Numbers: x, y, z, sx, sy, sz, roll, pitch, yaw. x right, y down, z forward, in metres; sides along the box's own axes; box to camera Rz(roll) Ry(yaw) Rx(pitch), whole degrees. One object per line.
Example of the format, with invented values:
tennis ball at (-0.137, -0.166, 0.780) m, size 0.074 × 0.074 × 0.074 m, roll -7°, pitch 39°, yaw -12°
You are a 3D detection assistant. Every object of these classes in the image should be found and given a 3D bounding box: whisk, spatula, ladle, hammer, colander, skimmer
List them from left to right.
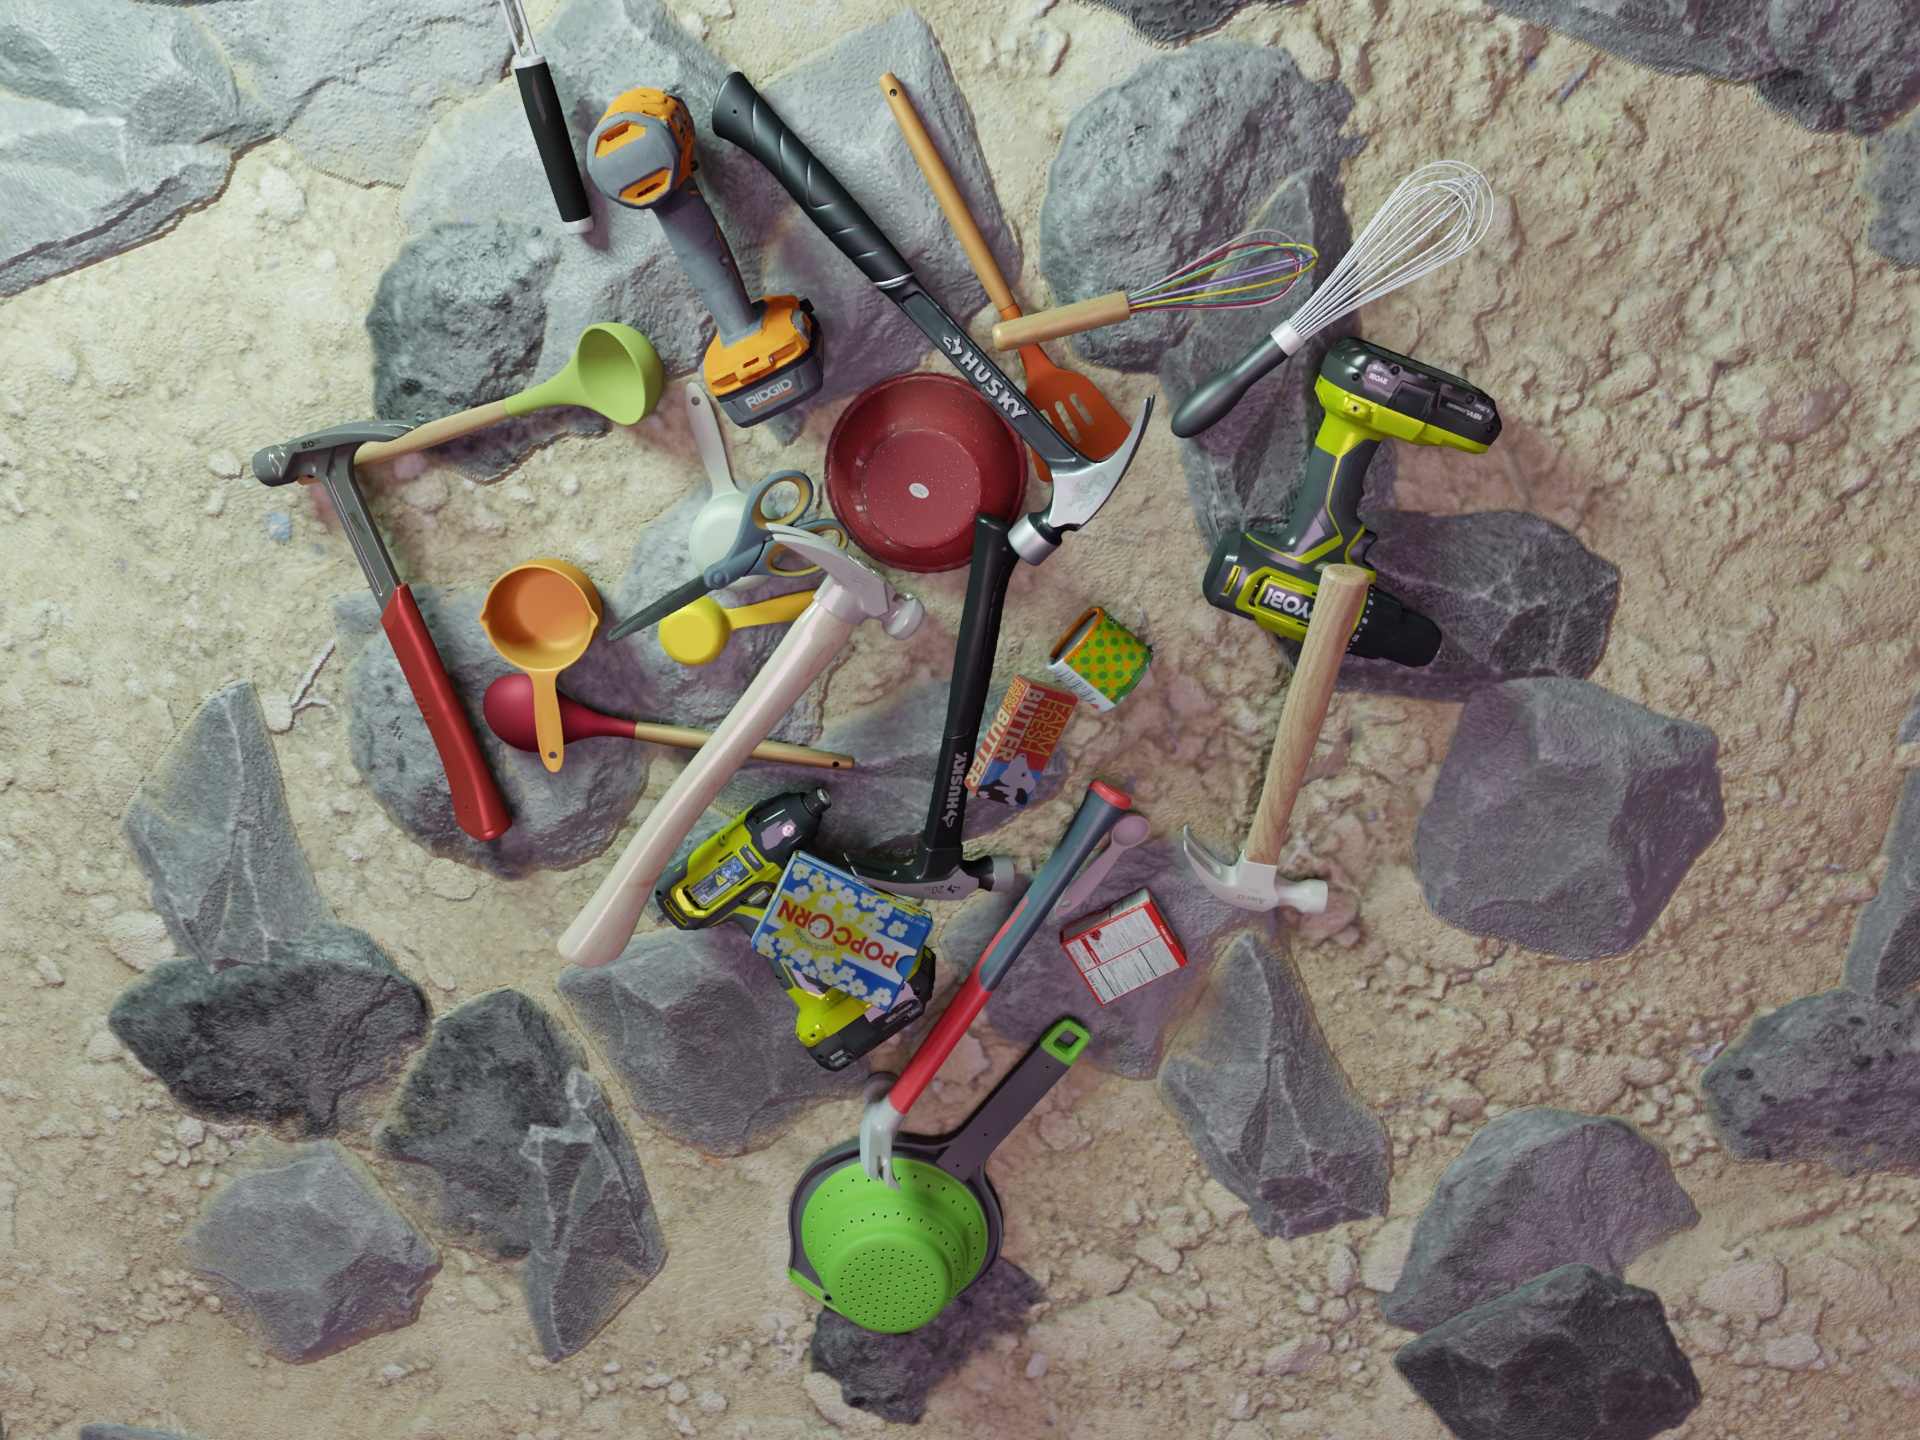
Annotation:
hammer at (-0.434, -0.063, 1.279) m, size 0.149 × 0.037 × 0.358 m, roll -5°, pitch 116°, yaw 23°
ladle at (-0.376, -0.231, 1.227) m, size 0.320 × 0.062 × 0.078 m, roll -15°, pitch 109°, yaw 11°
skimmer at (-0.318, -0.534, 1.124) m, size 0.127 × 0.090 × 0.363 m, roll -11°, pitch 120°, yaw 3°
ladle at (-0.245, 0.013, 1.329) m, size 0.315 × 0.031 × 0.069 m, roll 9°, pitch 111°, yaw -3°
hammer at (-0.205, 0.033, 1.274) m, size 0.146 × 0.038 × 0.410 m, roll 31°, pitch 104°, yaw -33°
hammer at (-0.031, -0.308, 1.148) m, size 0.409 × 0.036 × 0.149 m, roll 47°, pitch 114°, yaw -1°
colander at (-0.014, 0.431, 1.439) m, size 0.204 × 0.094 × 0.397 m, roll 35°, pitch 108°, yaw -11°
hammer at (-0.002, -0.004, 1.269) m, size 0.146 × 0.035 × 0.334 m, roll -1°, pitch 117°, yaw -23°
spatula at (0.023, -0.331, 1.191) m, size 0.081 × 0.041 × 0.322 m, roll -27°, pitch 103°, yaw 11°
hammer at (0.026, 0.218, 1.345) m, size 0.038 × 0.143 × 0.386 m, roll 30°, pitch 105°, yaw -13°
whisk at (0.143, -0.311, 1.170) m, size 0.245 × 0.051 × 0.047 m, roll -14°, pitch 70°, yaw 1°
hammer at (0.263, 0.022, 1.269) m, size 0.130 × 0.031 × 0.331 m, roll 8°, pitch 125°, yaw 0°
whisk at (0.267, -0.304, 1.173) m, size 0.284 × 0.070 × 0.070 m, roll -39°, pitch 105°, yaw 20°

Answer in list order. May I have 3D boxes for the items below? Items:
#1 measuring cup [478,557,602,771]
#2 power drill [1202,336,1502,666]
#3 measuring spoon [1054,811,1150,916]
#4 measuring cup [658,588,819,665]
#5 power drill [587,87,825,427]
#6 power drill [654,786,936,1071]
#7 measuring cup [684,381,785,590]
measuring cup at (-0.332, -0.047, 1.292) m, size 0.095 × 0.052 × 0.173 m, roll 0°, pitch 109°, yaw 2°
power drill at (0.315, -0.157, 1.217) m, size 0.190 × 0.080 × 0.228 m, roll 20°, pitch 113°, yaw -5°
measuring spoon at (0.117, 0.122, 1.363) m, size 0.034 × 0.018 × 0.124 m, roll 23°, pitch 118°, yaw -30°
measuring cup at (-0.170, -0.081, 1.286) m, size 0.156 × 0.029 × 0.062 m, roll -11°, pitch 110°, yaw 8°
power drill at (-0.181, -0.340, 1.137) m, size 0.084 × 0.164 × 0.226 m, roll -24°, pitch 120°, yaw 11°
power drill at (-0.128, 0.174, 1.359) m, size 0.171 × 0.080 × 0.223 m, roll -36°, pitch 102°, yaw 14°
measuring cup at (-0.189, -0.180, 1.245) m, size 0.083 × 0.038 × 0.167 m, roll -12°, pitch 112°, yaw 7°
